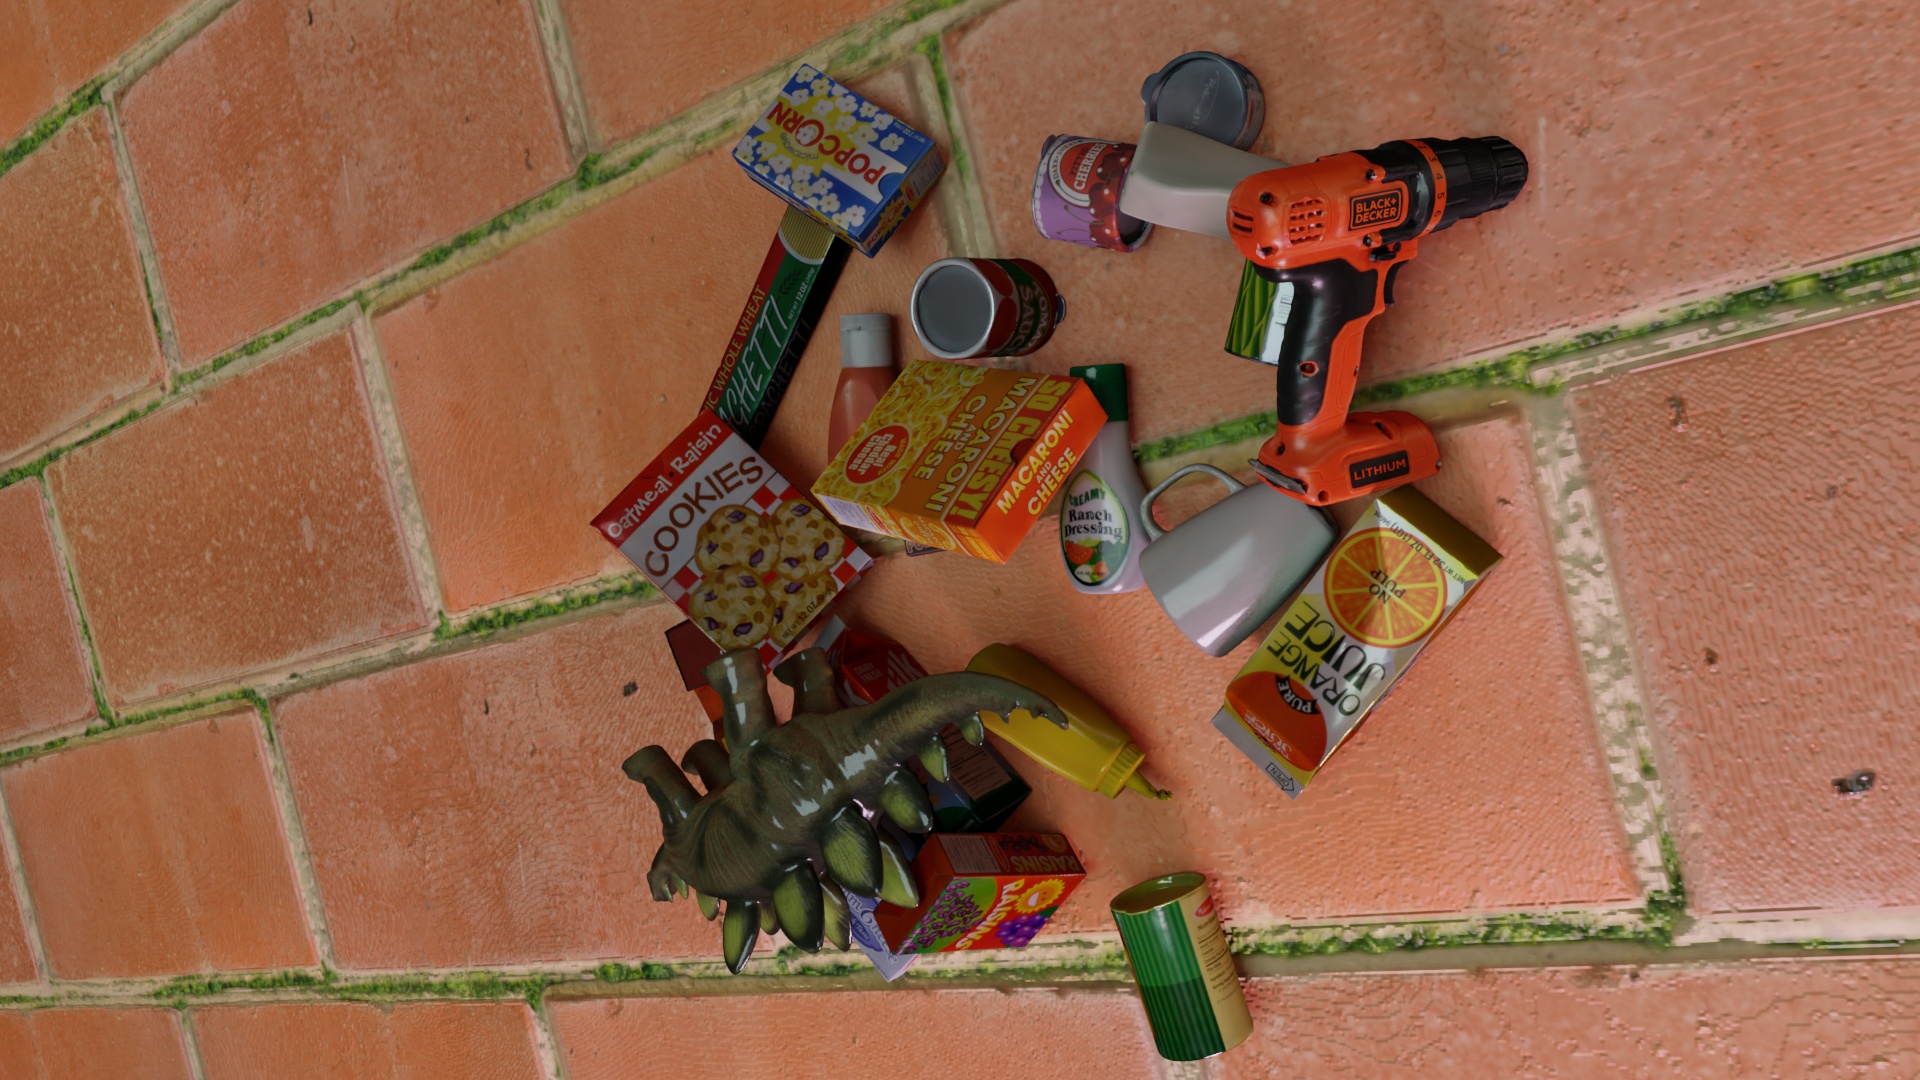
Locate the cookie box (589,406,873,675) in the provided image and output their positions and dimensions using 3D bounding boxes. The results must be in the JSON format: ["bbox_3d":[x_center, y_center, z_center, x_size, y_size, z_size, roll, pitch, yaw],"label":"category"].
[{"bbox_3d":[-0.167,0.003,1.020,0.167,0.040,0.123,43,82,5],"label":"cookie box"}]

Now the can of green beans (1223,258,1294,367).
[{"bbox_3d":[0.193,-0.133,0.813,0.071,0.071,0.057,20,108,28],"label":"can of green beans"}]

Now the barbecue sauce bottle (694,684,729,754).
[{"bbox_3d":[-0.164,0.170,1.102,0.064,0.044,0.148,-35,79,33],"label":"barbecue sauce bottle"}]

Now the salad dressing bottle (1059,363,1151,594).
[{"bbox_3d":[0.093,-0.041,0.905,0.064,0.044,0.147,0,96,40],"label":"salad dressing bottle"}]

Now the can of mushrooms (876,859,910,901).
[{"bbox_3d":[-0.035,0.236,1.019,0.071,0.071,0.033,24,121,27],"label":"can of mushrooms"}]

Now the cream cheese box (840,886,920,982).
[{"bbox_3d":[-0.070,0.284,1.073,0.104,0.024,0.053,46,118,18],"label":"cream cheese box"}]

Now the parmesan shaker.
[{"bbox_3d":[0.143,0.279,0.910,0.071,0.071,0.103,-19,88,33],"label":"parmesan shaker"}]

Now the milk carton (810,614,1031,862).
[{"bbox_3d":[-0.048,0.143,1.006,0.191,0.074,0.072,47,119,17],"label":"milk carton"}]

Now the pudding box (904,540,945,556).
[{"bbox_3d":[0.003,-0.012,0.942,0.049,0.084,0.030,-11,93,33],"label":"pudding box"}]

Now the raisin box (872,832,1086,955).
[{"bbox_3d":[0.014,0.242,0.953,0.085,0.123,0.040,-57,44,25],"label":"raisin box"}]

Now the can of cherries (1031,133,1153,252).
[{"bbox_3d":[0.085,-0.217,0.864,0.058,0.072,0.071,18,107,28],"label":"can of cherries"}]

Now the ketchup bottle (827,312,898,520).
[{"bbox_3d":[-0.065,-0.088,0.996,0.065,0.044,0.148,2,99,24],"label":"ketchup bottle"}]

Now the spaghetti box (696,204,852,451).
[{"bbox_3d":[-0.143,-0.152,1.044,0.050,0.029,0.249,39,116,22],"label":"spaghetti box"}]

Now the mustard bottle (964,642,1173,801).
[{"bbox_3d":[0.073,0.130,0.936,0.160,0.065,0.048,35,111,19],"label":"mustard bottle"}]

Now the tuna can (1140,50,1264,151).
[{"bbox_3d":[0.146,-0.261,0.841,0.071,0.033,0.071,6,101,31],"label":"tuna can"}]

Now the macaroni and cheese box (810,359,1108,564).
[{"bbox_3d":[-0.005,-0.056,0.896,0.166,0.040,0.124,13,61,48],"label":"macaroni and cheese box"}]

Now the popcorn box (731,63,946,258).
[{"bbox_3d":[-0.085,-0.264,0.962,0.127,0.038,0.085,37,85,22],"label":"popcorn box"}]

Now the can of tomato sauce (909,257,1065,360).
[{"bbox_3d":[0.018,-0.151,0.910,0.071,0.083,0.071,6,102,32],"label":"can of tomato sauce"}]

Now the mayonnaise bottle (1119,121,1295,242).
[{"bbox_3d":[0.169,-0.195,0.801,0.148,0.065,0.041,18,141,3],"label":"mayonnaise bottle"}]

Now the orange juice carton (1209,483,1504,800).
[{"bbox_3d":[0.226,0.064,0.822,0.072,0.073,0.191,42,118,19],"label":"orange juice carton"}]
